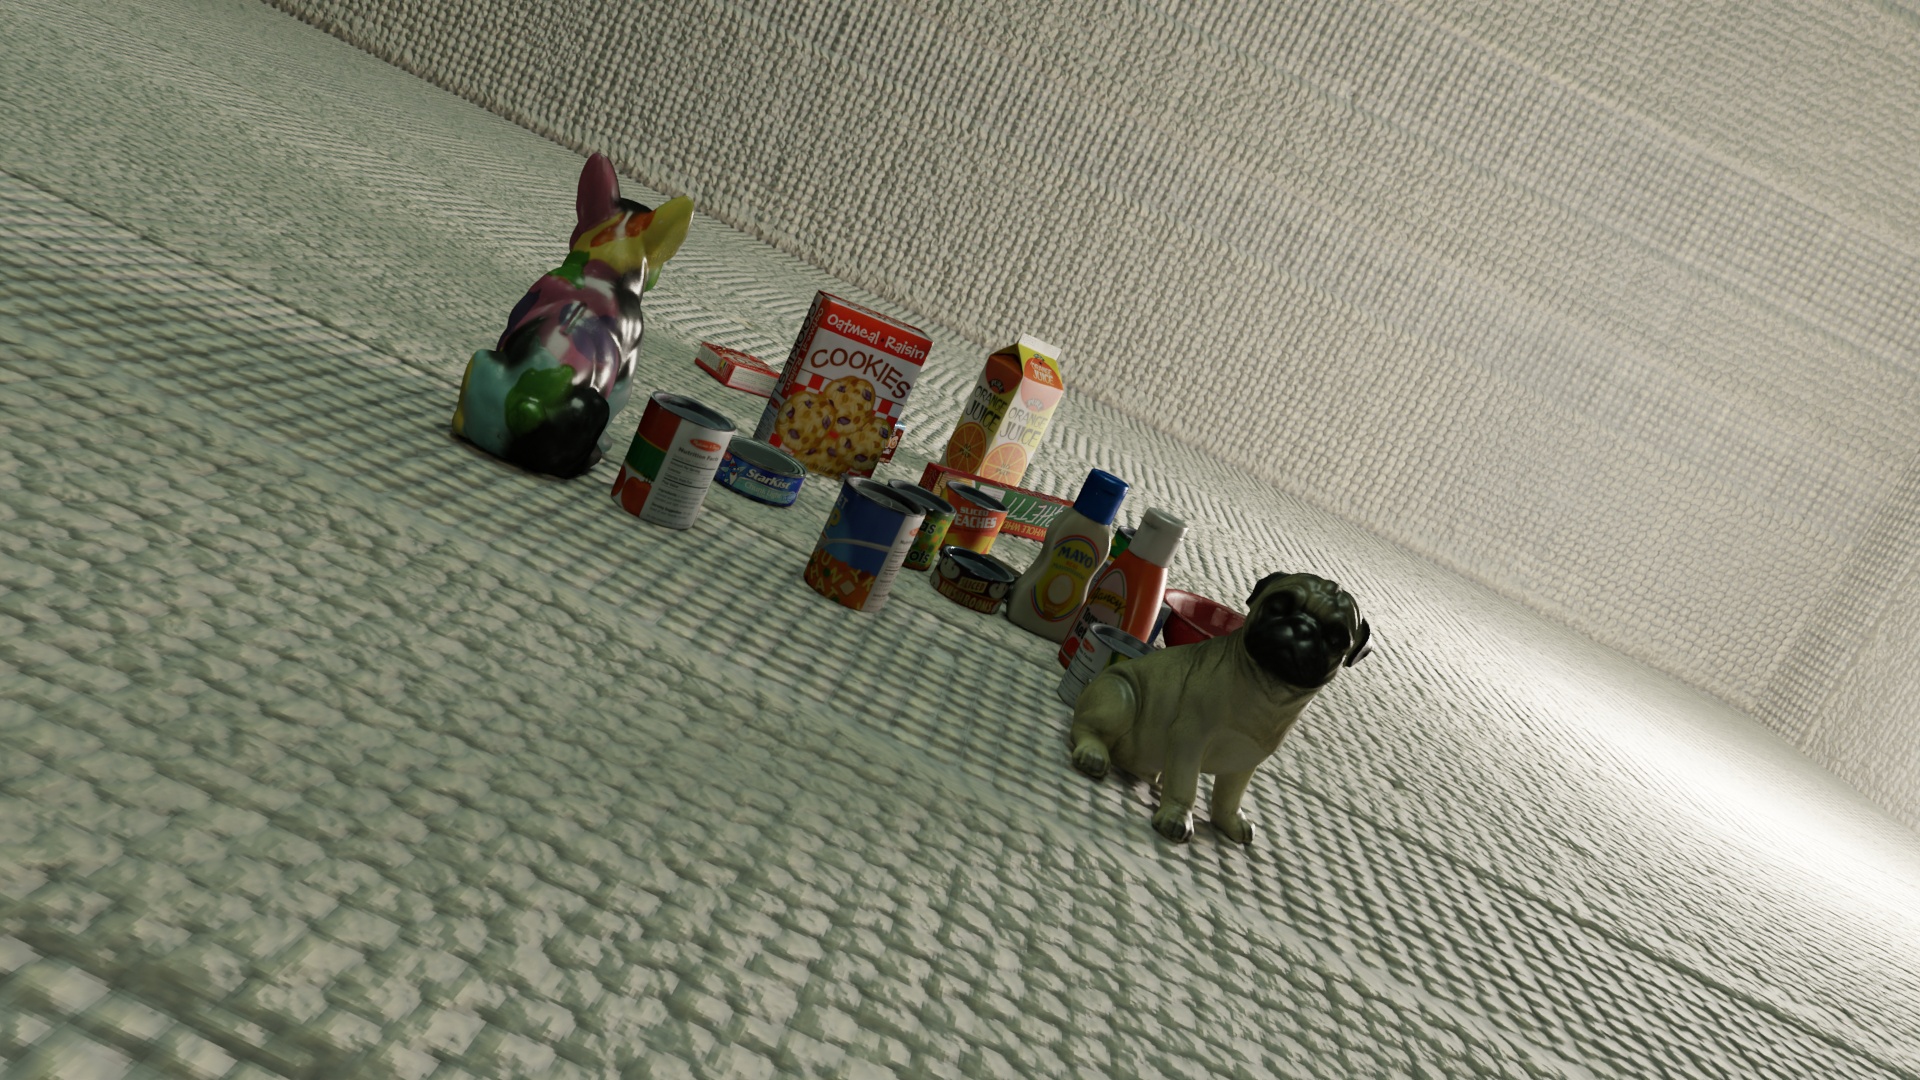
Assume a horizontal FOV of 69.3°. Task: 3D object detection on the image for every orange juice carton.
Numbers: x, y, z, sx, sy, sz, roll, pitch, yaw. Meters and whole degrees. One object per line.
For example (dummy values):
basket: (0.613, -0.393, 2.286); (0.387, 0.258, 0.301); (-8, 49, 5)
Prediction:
orange juice carton: (0.056, -0.150, 1.650); (0.072, 0.192, 0.073); (15, 17, -42)

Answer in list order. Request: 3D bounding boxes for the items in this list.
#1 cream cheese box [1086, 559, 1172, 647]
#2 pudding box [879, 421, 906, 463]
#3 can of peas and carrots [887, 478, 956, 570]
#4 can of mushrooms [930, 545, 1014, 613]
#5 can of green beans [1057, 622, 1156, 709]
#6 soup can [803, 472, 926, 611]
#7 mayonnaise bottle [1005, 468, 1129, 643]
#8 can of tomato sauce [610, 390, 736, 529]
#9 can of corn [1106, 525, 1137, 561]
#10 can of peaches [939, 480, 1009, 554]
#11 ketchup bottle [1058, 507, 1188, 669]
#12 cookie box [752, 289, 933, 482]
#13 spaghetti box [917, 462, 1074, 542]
cream cheese box: (0.153, 0.063, 1.304); (0.024, 0.053, 0.104); (18, 15, -31)
pudding box: (-0.104, -0.117, 1.536); (0.030, 0.049, 0.084); (34, 15, 34)
can of peas and carrots: (-0.045, -0.013, 1.216); (0.071, 0.058, 0.071); (24, 13, -6)
can of mushrooms: (0.009, 0.034, 1.190); (0.071, 0.033, 0.071); (24, 13, -6)
can of green beans: (0.115, 0.104, 1.060); (0.071, 0.057, 0.071); (24, 13, -6)
soup can: (-0.075, 0.001, 1.047); (0.071, 0.083, 0.071); (24, 13, -6)
mayonnaise bottle: (0.095, 0.011, 1.186); (0.065, 0.147, 0.041); (24, 12, -8)
can of tomato sauce: (-0.214, -0.060, 1.027); (0.071, 0.083, 0.071); (24, 13, -6)
can of corn: (0.189, 0.023, 1.516); (0.071, 0.058, 0.071); (24, 13, -6)
can of peaches: (0.005, -0.017, 1.326); (0.071, 0.058, 0.071); (24, 13, -6)
ketchup bottle: (0.135, 0.046, 1.121); (0.043, 0.148, 0.065); (16, 16, -39)
cookie box: (-0.117, -0.147, 1.366); (0.123, 0.167, 0.040); (17, 15, -34)
spaghetti box: (0.050, -0.034, 1.499); (0.250, 0.050, 0.029); (13, 18, -45)
